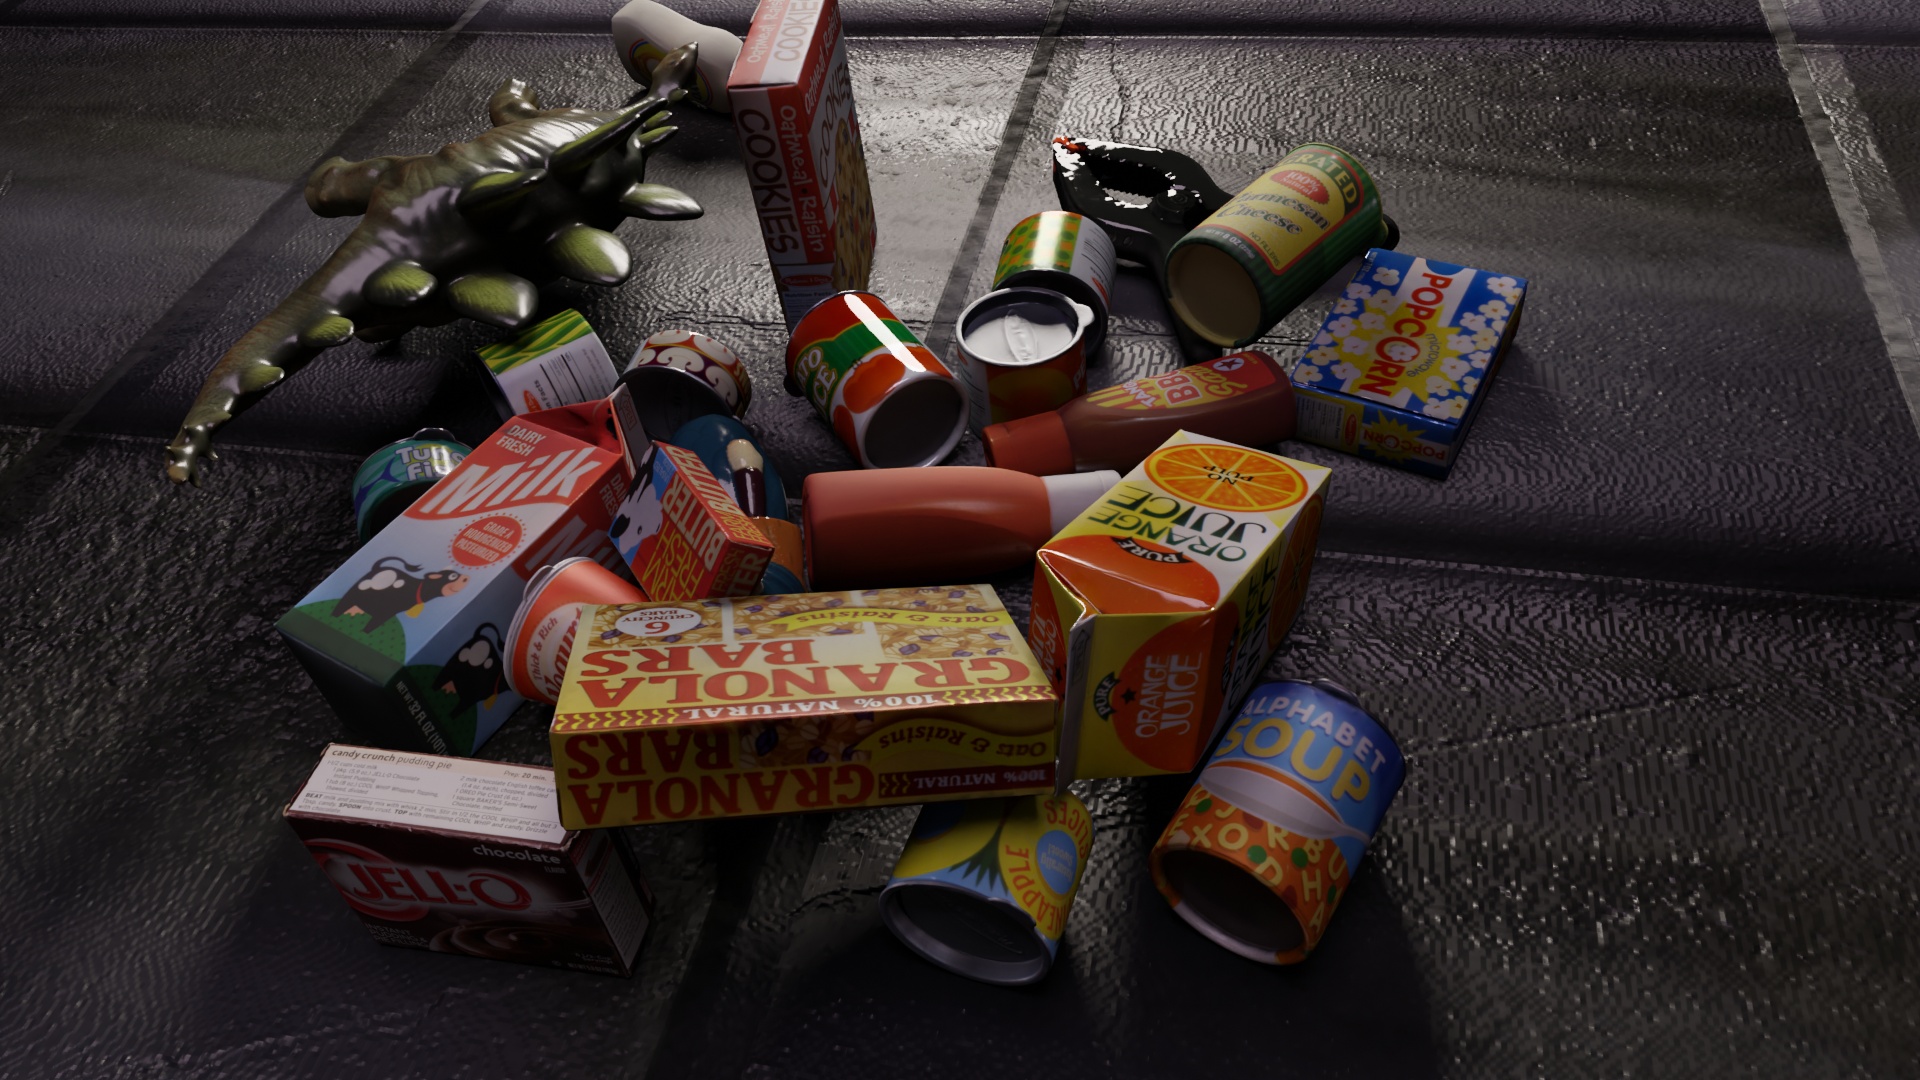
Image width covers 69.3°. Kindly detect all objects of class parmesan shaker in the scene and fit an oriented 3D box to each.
[{"bbox_3d":[0.165,-0.152,0.721,0.071,0.071,0.103,31,58,32],"label":"parmesan shaker"}]

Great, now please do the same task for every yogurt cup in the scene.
[{"bbox_3d":[-0.157,0.047,0.611,0.054,0.072,0.073,21,52,16],"label":"yogurt cup"}]

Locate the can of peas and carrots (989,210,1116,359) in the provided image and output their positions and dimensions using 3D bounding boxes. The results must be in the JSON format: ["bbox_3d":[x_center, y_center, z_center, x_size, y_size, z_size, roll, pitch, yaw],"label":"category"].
[{"bbox_3d":[0.048,-0.137,0.761,0.071,0.070,0.059,3,46,11],"label":"can of peas and carrots"}]

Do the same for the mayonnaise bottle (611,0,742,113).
[{"bbox_3d":[-0.182,-0.339,0.993,0.148,0.064,0.041,28,63,25],"label":"mayonnaise bottle"}]

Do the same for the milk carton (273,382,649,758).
[{"bbox_3d":[-0.208,0.009,0.648,0.073,0.072,0.191,20,52,25],"label":"milk carton"}]

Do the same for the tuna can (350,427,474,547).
[{"bbox_3d":[-0.262,-0.018,0.683,0.071,0.070,0.033,-21,48,-12],"label":"tuna can"}]

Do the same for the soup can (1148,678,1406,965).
[{"bbox_3d":[0.118,0.102,0.514,0.071,0.071,0.084,22,53,27],"label":"soup can"}]

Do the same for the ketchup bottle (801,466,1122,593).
[{"bbox_3d":[0.002,-0.008,0.646,0.149,0.064,0.044,-5,54,-9],"label":"ketchup bottle"}]

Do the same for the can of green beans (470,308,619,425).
[{"bbox_3d":[-0.219,-0.083,0.744,0.058,0.071,0.071,-30,49,-20],"label":"can of green beans"}]

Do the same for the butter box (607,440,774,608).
[{"bbox_3d":[-0.119,0.001,0.604,0.024,0.053,0.104,18,16,-38],"label":"butter box"}]

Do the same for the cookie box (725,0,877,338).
[{"bbox_3d":[-0.084,-0.209,0.777,0.040,0.166,0.123,-2,46,8],"label":"cookie box"}]

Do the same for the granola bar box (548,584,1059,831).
[{"bbox_3d":[-0.058,0.057,0.511,0.166,0.039,0.124,-3,17,-10],"label":"granola bar box"}]

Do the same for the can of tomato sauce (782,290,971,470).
[{"bbox_3d":[-0.045,-0.079,0.716,0.071,0.070,0.083,-26,49,-17],"label":"can of tomato sauce"}]

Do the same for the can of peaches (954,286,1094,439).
[{"bbox_3d":[0.035,-0.089,0.721,0.071,0.057,0.071,-4,45,4],"label":"can of peaches"}]

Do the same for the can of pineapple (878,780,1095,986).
[{"bbox_3d":[0.012,0.121,0.511,0.071,0.070,0.058,11,48,18],"label":"can of pineapple"}]

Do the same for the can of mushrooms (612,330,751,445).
[{"bbox_3d":[-0.142,-0.074,0.726,0.071,0.070,0.034,4,46,12],"label":"can of mushrooms"}]

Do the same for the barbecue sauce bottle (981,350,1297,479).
[{"bbox_3d":[0.086,-0.055,0.688,0.149,0.043,0.065,-14,26,-6],"label":"barbecue sauce bottle"}]

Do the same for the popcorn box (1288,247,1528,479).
[{"bbox_3d":[0.229,-0.094,0.713,0.085,0.038,0.127,19,51,25],"label":"popcorn box"}]

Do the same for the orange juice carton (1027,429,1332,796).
[{"bbox_3d":[0.081,0.025,0.550,0.073,0.071,0.193,17,30,24],"label":"orange juice carton"}]
